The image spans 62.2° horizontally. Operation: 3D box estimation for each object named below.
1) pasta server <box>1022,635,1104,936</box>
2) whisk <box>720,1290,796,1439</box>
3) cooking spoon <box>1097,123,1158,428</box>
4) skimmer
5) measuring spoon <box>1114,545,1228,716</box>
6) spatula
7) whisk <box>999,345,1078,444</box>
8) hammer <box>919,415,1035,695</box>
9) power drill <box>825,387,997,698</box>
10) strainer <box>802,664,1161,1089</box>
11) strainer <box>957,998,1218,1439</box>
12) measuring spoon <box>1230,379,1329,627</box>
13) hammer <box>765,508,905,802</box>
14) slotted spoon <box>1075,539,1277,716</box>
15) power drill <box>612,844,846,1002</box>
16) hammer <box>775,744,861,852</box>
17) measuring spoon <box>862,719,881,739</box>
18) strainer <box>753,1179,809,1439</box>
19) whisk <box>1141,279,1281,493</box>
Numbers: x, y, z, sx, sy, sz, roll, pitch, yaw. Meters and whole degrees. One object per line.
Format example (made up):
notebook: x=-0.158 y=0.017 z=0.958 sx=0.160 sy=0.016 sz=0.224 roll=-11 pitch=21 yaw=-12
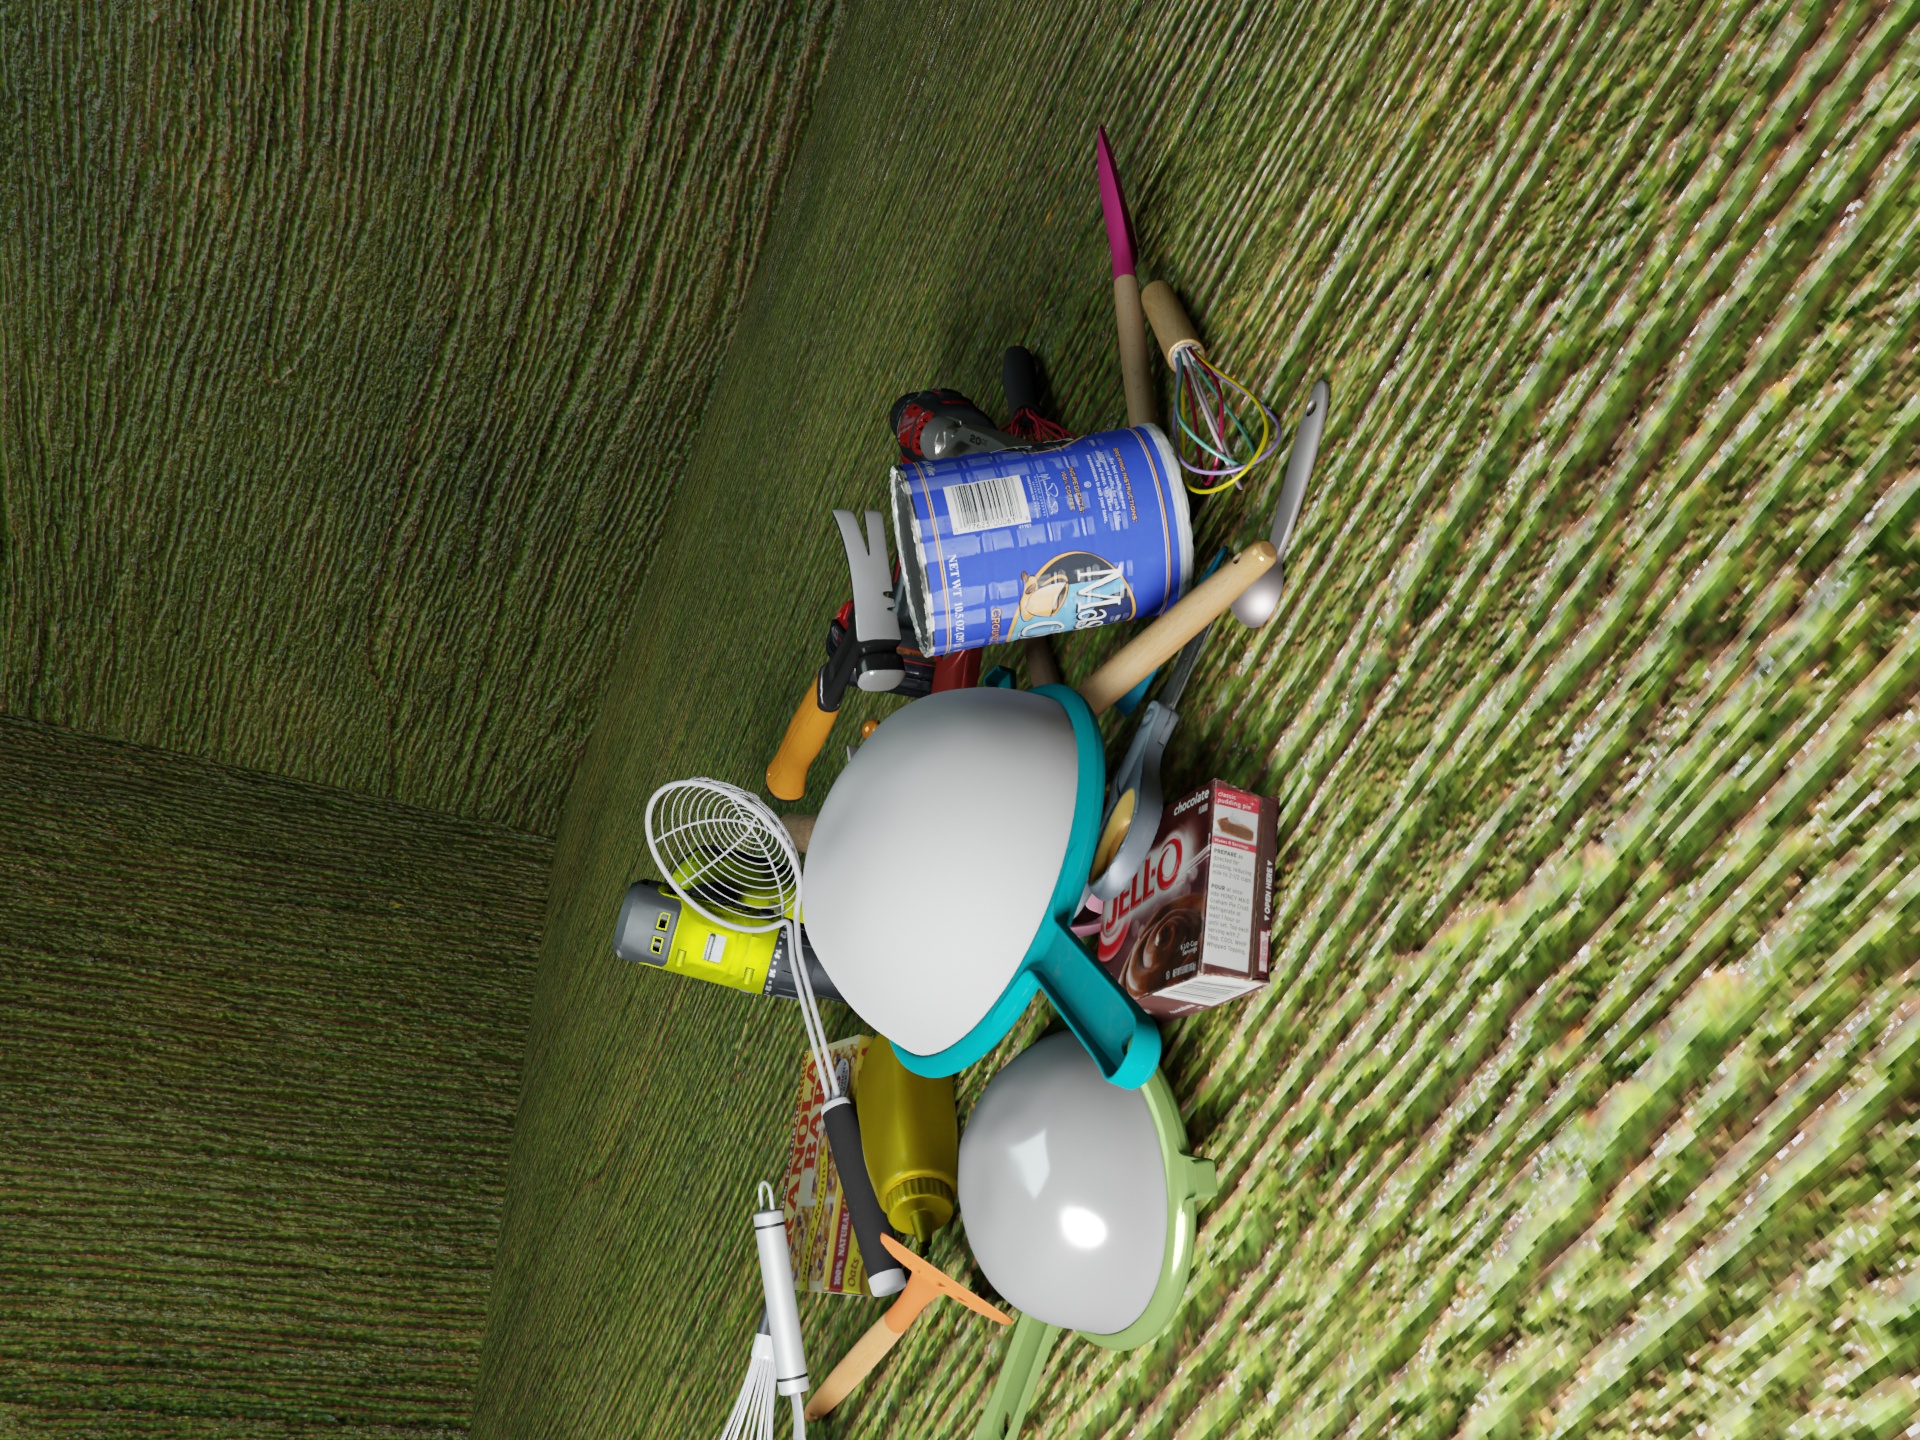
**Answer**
pasta server: x=0.056 y=0.016 z=0.924 sx=0.060 sy=0.040 sz=0.317 roll=-55 pitch=24 yaw=26
whisk: x=-0.144 y=0.475 z=1.117 sx=0.070 sy=0.070 sz=0.285 roll=141 pitch=145 yaw=-61
cooking spoon: x=0.104 y=-0.254 z=0.987 sx=0.068 sy=0.017 sz=0.319 roll=55 pitch=-153 yaw=-54
skimmer: x=-0.124 y=0.201 z=1.048 sx=0.127 sy=0.090 sz=0.364 roll=-51 pitch=49 yaw=42
measuring spoon: x=0.104 y=-0.050 z=0.819 sx=0.042 sy=0.021 sz=0.128 roll=-60 pitch=-3 yaw=-40
spatula: x=-0.050 y=0.369 z=0.937 sx=0.041 sy=0.081 sz=0.322 roll=-53 pitch=-6 yaw=-43
whisk: x=0.047 y=-0.200 z=1.092 sx=0.296 sy=0.073 sz=0.073 roll=-93 pitch=25 yaw=-58
hammer: x=-0.002 y=-0.003 z=1.009 sx=0.149 sy=0.036 sz=0.359 roll=37 pitch=124 yaw=51
power drill: x=-0.039 y=-0.146 z=1.228 sx=0.188 sy=0.080 sz=0.226 roll=-129 pitch=51 yaw=-68
strainer: x=-0.006 y=0.079 z=0.742 sx=0.211 sy=0.095 sz=0.340 roll=-65 pitch=18 yaw=6
strainer: x=0.025 y=0.256 z=0.741 sx=0.152 sy=0.069 sz=0.256 roll=49 pitch=129 yaw=53
measuring spoon: x=0.152 y=-0.106 z=0.766 sx=0.034 sy=0.018 sz=0.124 roll=-159 pitch=85 yaw=-72
hammer: x=-0.102 y=-0.022 z=1.171 sx=0.336 sy=0.034 sz=0.127 roll=125 pitch=139 yaw=-62
slotted spoon: x=0.065 y=-0.006 z=0.837 sx=0.313 sy=0.031 sz=0.070 roll=-43 pitch=27 yaw=49
power drill: x=-0.163 y=0.165 z=1.261 sx=0.228 sy=0.190 sz=0.080 roll=-137 pitch=62 yaw=-85
hammer: x=-0.109 y=0.089 z=1.269 sx=0.331 sy=0.031 sz=0.130 roll=169 pitch=113 yaw=-74
measuring spoon: x=-0.063 y=0.010 z=1.313 sx=0.117 sy=0.011 sz=0.021 roll=-170 pitch=95 yaw=-72
strainer: x=-0.098 y=0.412 z=0.969 sx=0.087 sy=0.050 sz=0.259 roll=-30 pitch=66 yaw=54
whisk: x=0.125 y=-0.190 z=0.878 sx=0.245 sy=0.051 sz=0.047 roll=-97 pitch=22 yaw=-55
